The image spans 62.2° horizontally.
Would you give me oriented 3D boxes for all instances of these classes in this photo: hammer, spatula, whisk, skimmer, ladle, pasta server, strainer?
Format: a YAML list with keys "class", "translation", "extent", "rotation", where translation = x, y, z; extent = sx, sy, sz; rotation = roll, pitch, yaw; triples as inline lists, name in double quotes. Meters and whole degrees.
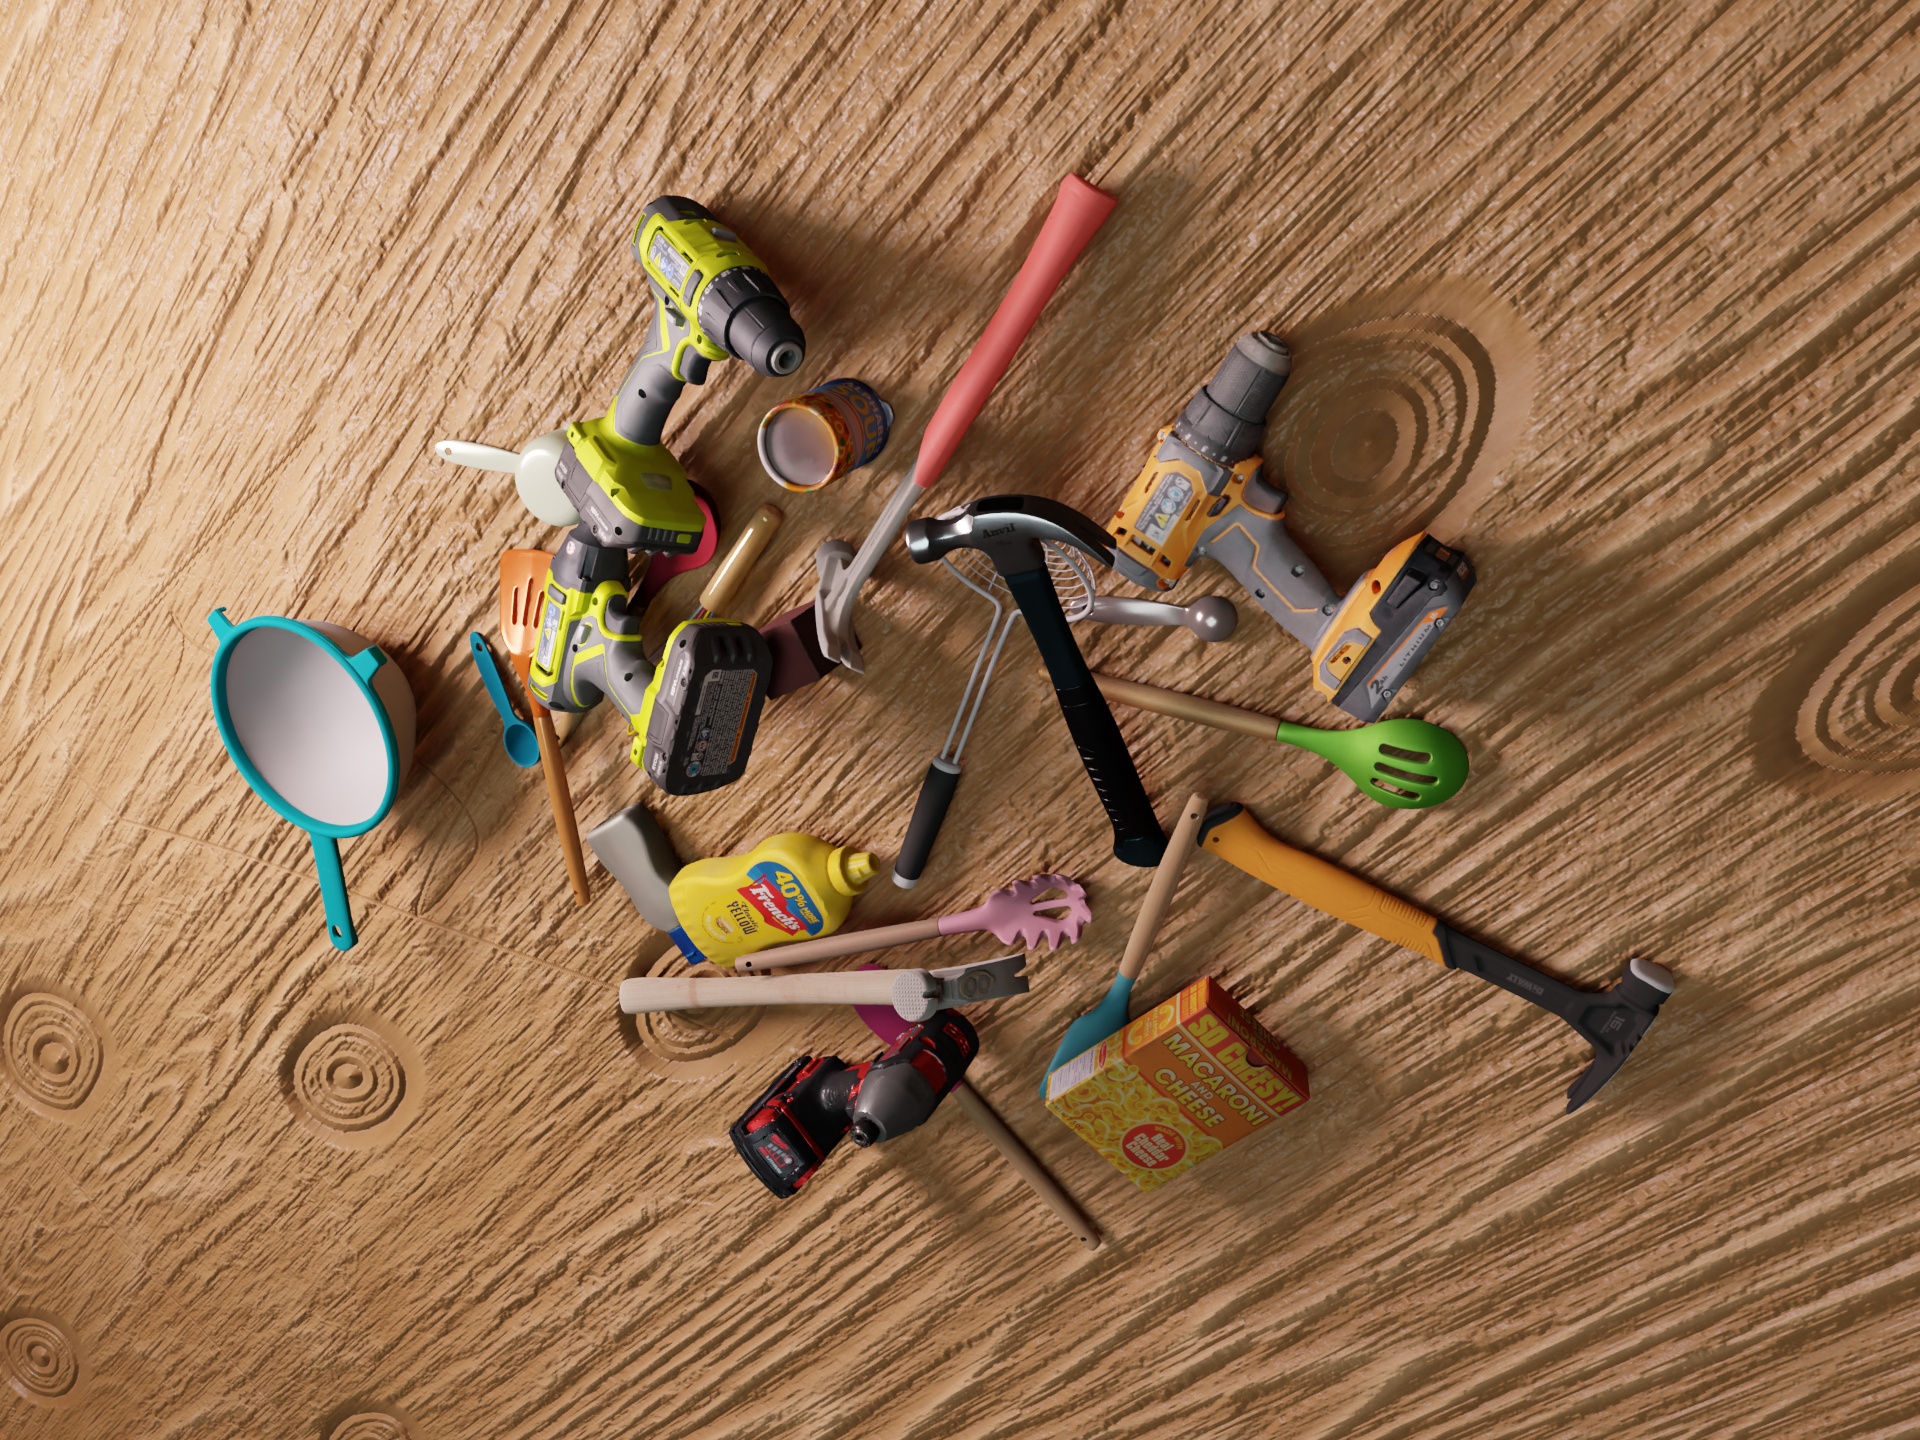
- class: "hammer"
  translation: [0.324, 0.156, 1.150]
  extent: [0.337, 0.034, 0.127]
  rotation: [27, 119, 11]
- class: "spatula"
  translation: [-0.348, 0.013, 1.369]
  extent: [0.081, 0.041, 0.322]
  rotation: [10, 118, 32]
- class: "spatula"
  translation: [0.138, 0.184, 1.226]
  extent: [0.082, 0.044, 0.317]
  rotation: [15, 126, 0]
- class: "hammer"
  translation: [-0.004, -0.204, 1.089]
  extent: [0.036, 0.149, 0.359]
  rotation: [23, 118, -23]
- class: "whisk"
  translation: [-0.210, -0.075, 1.277]
  extent: [0.051, 0.047, 0.245]
  rotation: [41, 119, 4]
- class: "skimmer"
  translation: [-0.002, -0.004, 1.188]
  extent: [0.127, 0.090, 0.363]
  rotation: [25, 120, 8]
- class: "ladle"
  translation: [-0.274, -0.079, 1.312]
  extent: [0.069, 0.031, 0.315]
  rotation: [46, 125, 11]
- class: "hammer"
  translation: [0.082, -0.018, 1.118]
  extent: [0.128, 0.033, 0.330]
  rotation: [-12, 127, 21]
- class: "pasta server"
  translation: [-0.043, 0.174, 1.290]
  extent: [0.316, 0.040, 0.060]
  rotation: [-13, 92, 17]
- class: "hammer"
  translation: [-0.136, 0.227, 1.348]
  extent: [0.411, 0.146, 0.038]
  rotation: [-9, 84, 39]
- class: "strainer"
  translation: [-0.562, 0.050, 1.458]
  extent: [0.211, 0.095, 0.340]
  rotation: [13, 119, 21]

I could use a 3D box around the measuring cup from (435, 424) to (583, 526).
- class: "measuring cup"
  translation: [-0.363, -0.203, 1.287]
  extent: [0.167, 0.038, 0.083]
  rotation: [13, 117, 16]

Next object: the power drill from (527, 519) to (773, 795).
- class: "power drill"
  translation: [-0.247, -0.055, 1.223]
  extent: [0.223, 0.080, 0.171]
  rotation: [34, 116, 37]

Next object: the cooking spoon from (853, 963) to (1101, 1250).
- class: "cooking spoon"
  translation: [0.014, 0.336, 1.375]
  extent: [0.319, 0.017, 0.068]
  rotation: [49, 122, -2]

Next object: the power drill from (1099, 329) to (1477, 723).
- class: "power drill"
  translation: [0.224, -0.128, 1.043]
  extent: [0.226, 0.084, 0.185]
  rotation: [36, 120, 11]

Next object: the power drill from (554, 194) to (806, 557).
- class: "power drill"
  translation: [-0.197, -0.233, 1.132]
  extent: [0.191, 0.080, 0.228]
  rotation: [50, 124, 35]

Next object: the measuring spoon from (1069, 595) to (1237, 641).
- class: "measuring spoon"
  translation: [0.135, -0.074, 1.138]
  extent: [0.124, 0.018, 0.034]
  rotation: [6, 115, 22]

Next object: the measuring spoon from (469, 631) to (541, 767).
- class: "measuring spoon"
  translation: [-0.398, -0.021, 1.402]
  extent: [0.042, 0.021, 0.128]
  rotation: [-21, 94, 34]

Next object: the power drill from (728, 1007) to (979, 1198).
- class: "power drill"
  translation: [-0.091, 0.321, 1.328]
  extent: [0.219, 0.143, 0.078]
  rotation: [-33, 97, 43]

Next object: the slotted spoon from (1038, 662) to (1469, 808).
- class: "slotted spoon"
  translation: [0.203, 0.003, 1.140]
  extent: [0.314, 0.031, 0.070]
  rotation: [15, 118, 19]
